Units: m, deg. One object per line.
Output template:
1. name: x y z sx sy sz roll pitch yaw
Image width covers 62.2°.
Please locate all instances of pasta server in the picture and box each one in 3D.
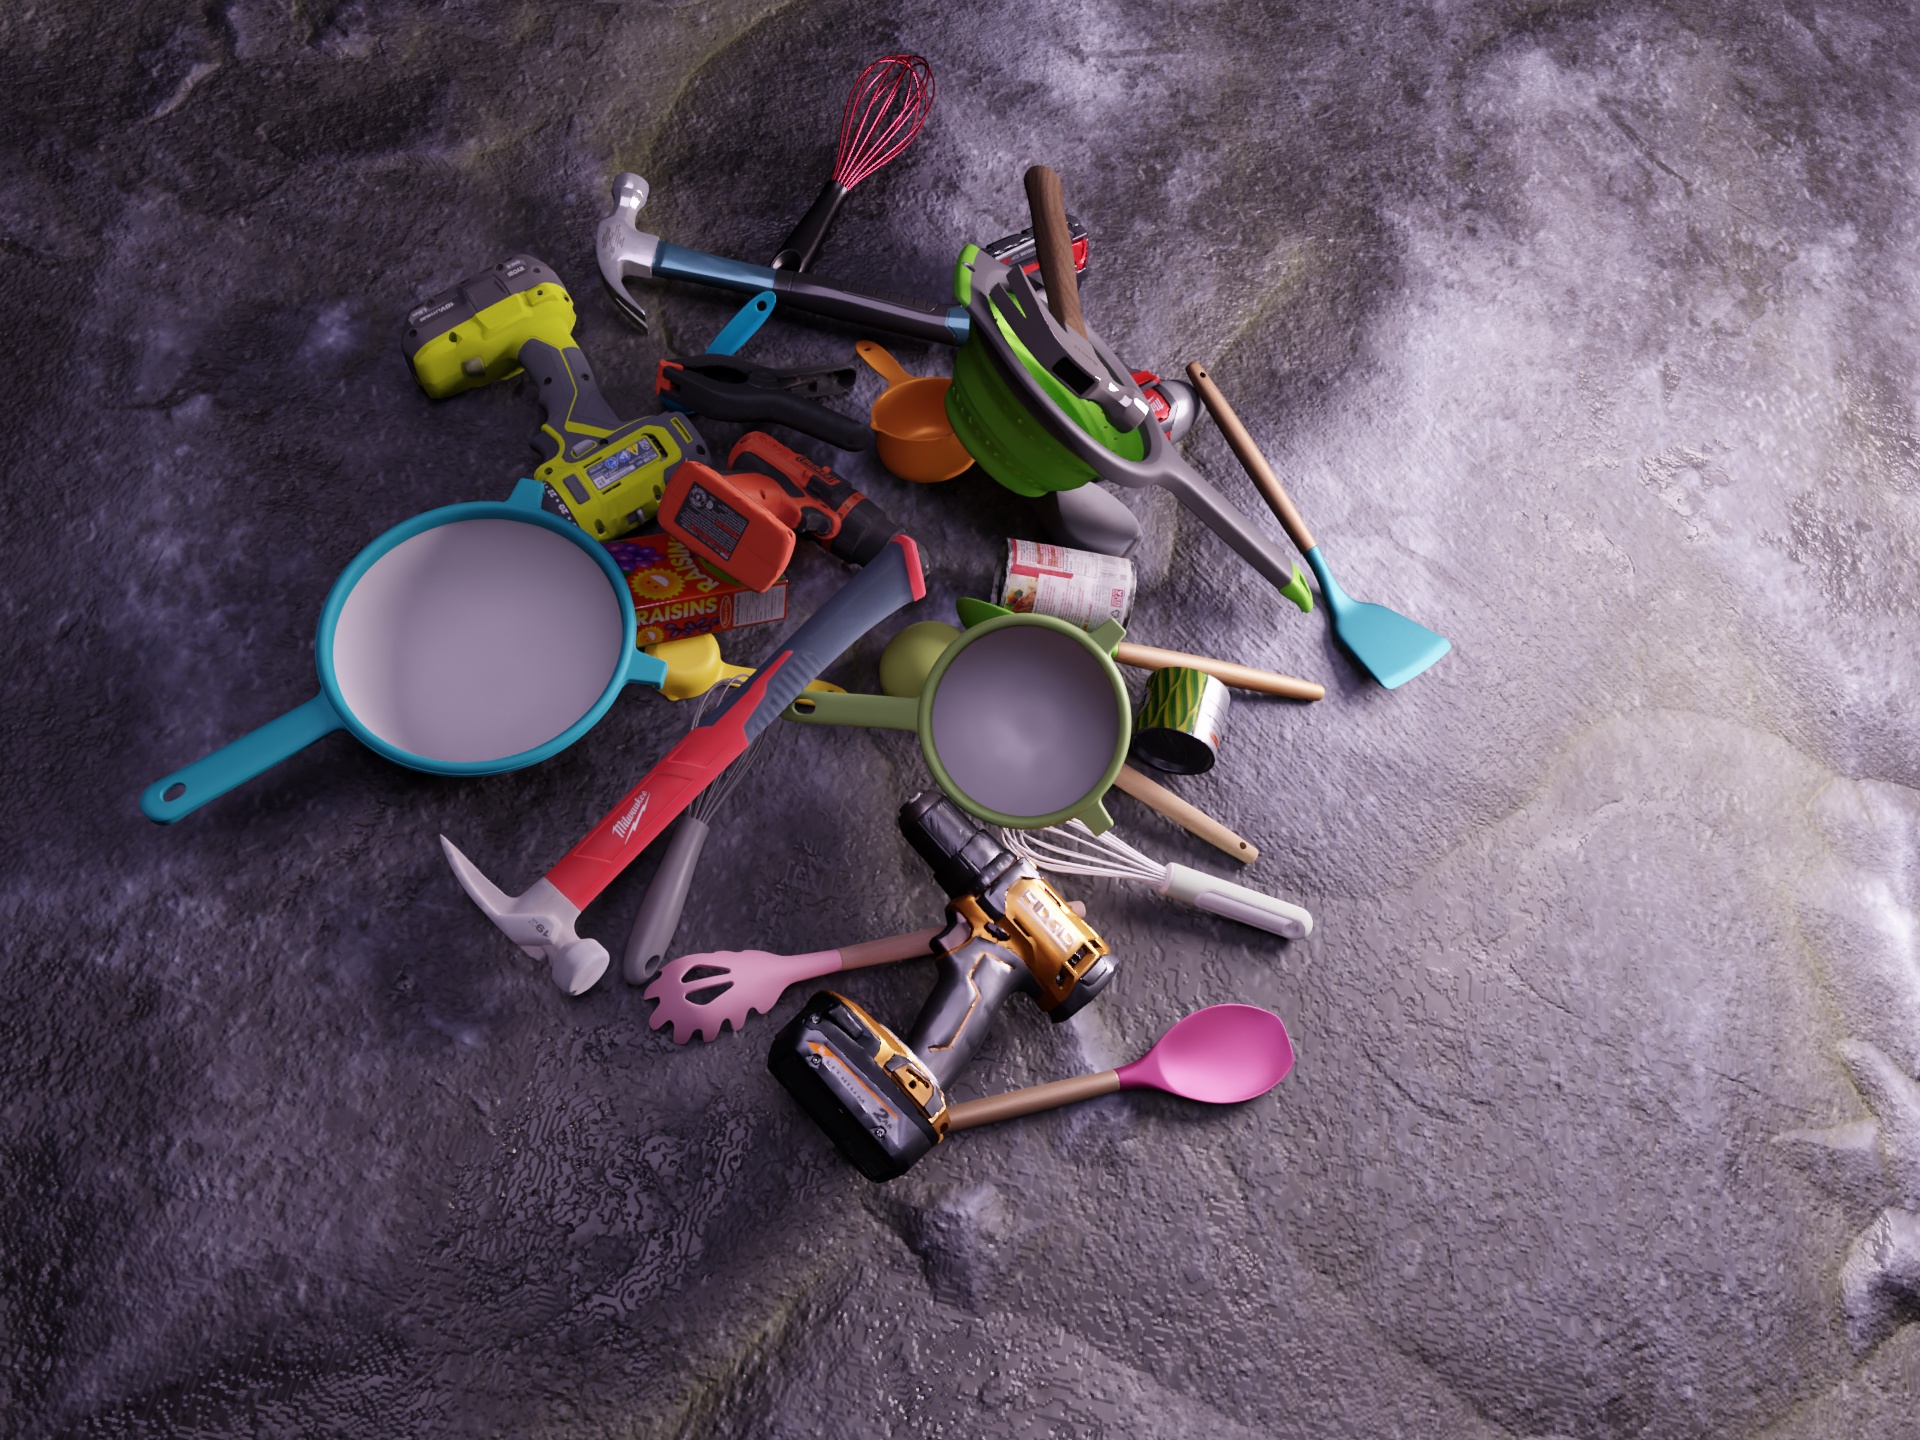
1. pasta server: -0.060 0.163 1.107 0.316 0.040 0.060 -9 66 -20

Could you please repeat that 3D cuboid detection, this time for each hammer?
1. hammer: 0.073 -0.351 1.231 0.130 0.031 0.332 34 32 -28
2. hammer: -0.141 -0.361 1.325 0.331 0.033 0.128 12 74 -2
3. hammer: -0.176 0.002 1.100 0.143 0.038 0.386 40 75 17

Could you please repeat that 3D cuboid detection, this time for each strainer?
1. strainer: -0.382 -0.010 1.093 0.340 0.095 0.211 -31 71 -17
2. strainer: -0.002 -0.004 1.143 0.256 0.069 0.151 4 93 13

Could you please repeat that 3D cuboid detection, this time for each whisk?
1. whisk: -0.188 0.073 1.114 0.055 0.055 0.239 18 65 -2
2. whisk: -0.101 -0.483 1.405 0.073 0.073 0.296 25 68 2
3. whisk: 0.143 0.113 1.161 0.246 0.057 0.059 20 31 -6

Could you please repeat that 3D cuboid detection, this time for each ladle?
1. ladle: 0.082 0.024 1.201 0.320 0.062 0.078 32 59 -2

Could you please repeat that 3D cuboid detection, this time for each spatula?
1. spatula: 0.280 -0.167 1.308 0.082 0.044 0.317 -31 86 -25

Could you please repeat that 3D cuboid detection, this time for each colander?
1. colander: 0.115 -0.191 1.235 0.396 0.094 0.205 38 31 -21

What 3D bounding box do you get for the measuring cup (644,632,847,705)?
1. measuring cup: -0.158 -0.037 1.181 0.156 0.029 0.062 12 62 -2

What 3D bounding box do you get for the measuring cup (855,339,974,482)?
1. measuring cup: -0.045 -0.256 1.311 0.095 0.052 0.174 -23 45 -15

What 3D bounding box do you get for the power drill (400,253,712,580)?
1. power drill: -0.327 -0.227 1.218 0.190 0.080 0.229 -33 77 -16

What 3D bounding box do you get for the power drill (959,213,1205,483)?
1. power drill: 0.108 -0.314 1.350 0.143 0.078 0.220 -28 76 -21

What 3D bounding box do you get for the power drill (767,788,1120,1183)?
1. power drill: -0.024 0.166 1.054 0.185 0.084 0.226 48 59 4

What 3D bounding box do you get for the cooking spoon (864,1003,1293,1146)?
1. cooking spoon: 0.083 0.253 1.093 0.319 0.017 0.069 -9 68 -16

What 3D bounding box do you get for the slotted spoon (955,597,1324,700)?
1. slotted spoon: 0.143 -0.048 1.225 0.313 0.070 0.031 11 84 -18

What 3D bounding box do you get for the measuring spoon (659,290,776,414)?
1. measuring spoon: -0.197 -0.301 1.291 0.128 0.021 0.042 -48 117 -7
